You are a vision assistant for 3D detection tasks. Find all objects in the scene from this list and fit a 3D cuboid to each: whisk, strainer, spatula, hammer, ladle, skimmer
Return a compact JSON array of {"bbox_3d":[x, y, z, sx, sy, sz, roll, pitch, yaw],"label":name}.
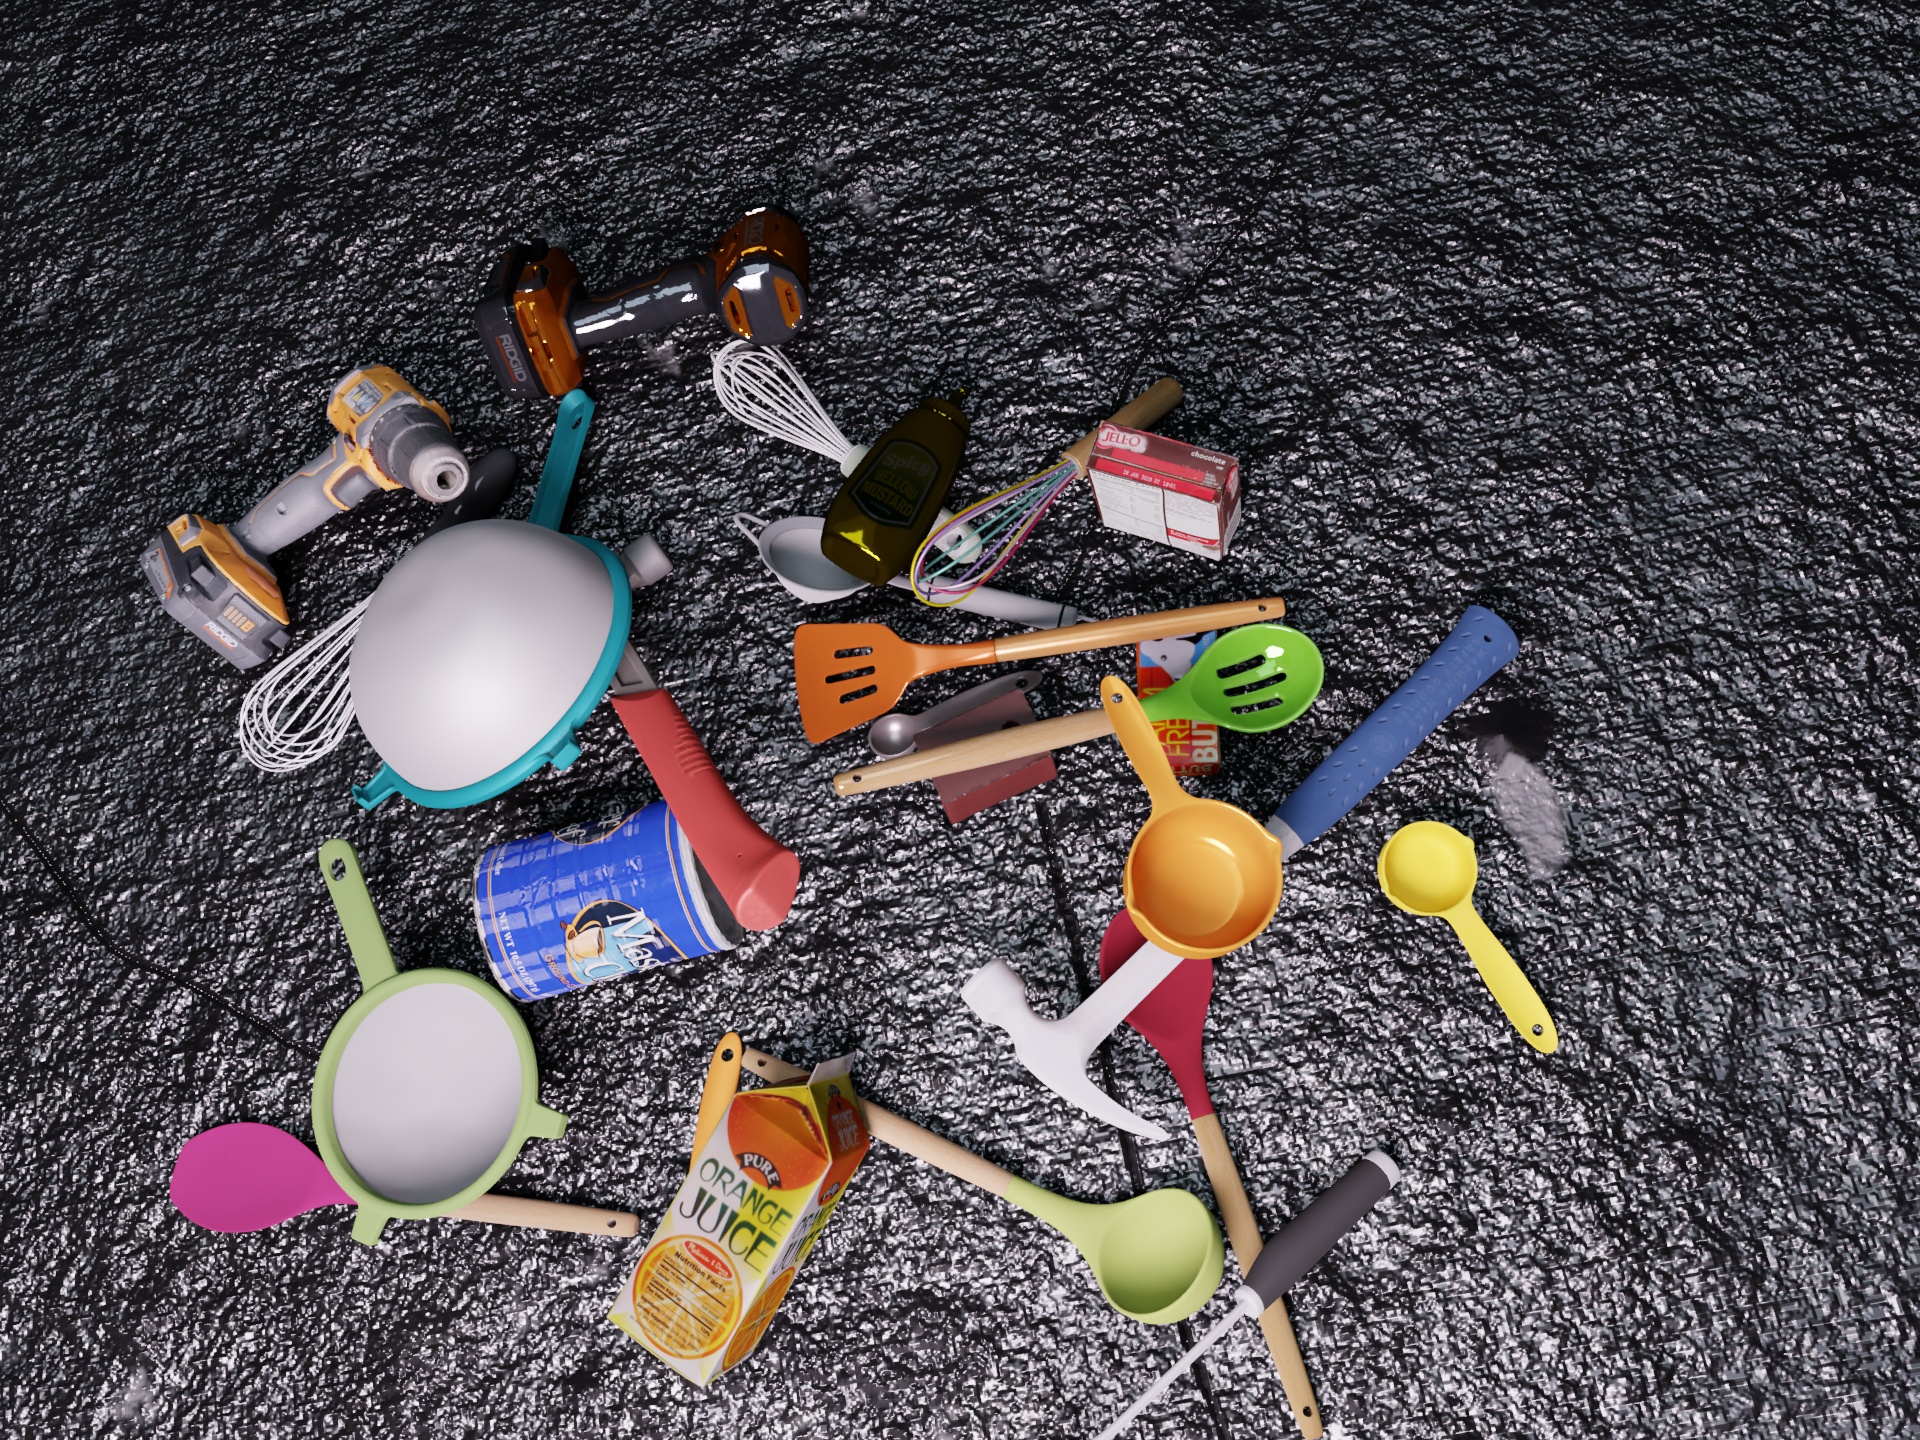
[{"bbox_3d":[-0.081,-0.188,1.110,0.246,0.059,0.057,39,109,13],"label":"whisk"},{"bbox_3d":[0.060,-0.155,1.065,0.245,0.051,0.047,-39,93,-19],"label":"whisk"},{"bbox_3d":[-0.316,-0.111,1.062,0.211,0.095,0.341,-11,55,28],"label":"strainer"},{"bbox_3d":[0.047,-0.048,1.032,0.322,0.041,0.081,-8,82,4],"label":"spatula"},{"bbox_3d":[-0.195,0.011,0.990,0.149,0.036,0.359,-37,44,-3],"label":"hammer"},{"bbox_3d":[-0.031,-0.090,1.074,0.258,0.050,0.087,14,39,7],"label":"strainer"},{"bbox_3d":[0.195,0.079,0.964,0.405,0.035,0.144,-42,78,-12],"label":"hammer"},{"bbox_3d":[0.005,0.263,0.948,0.320,0.062,0.078,22,64,18],"label":"ladle"},{"bbox_3d":[0.132,0.370,0.839,0.363,0.127,0.090,-34,65,-26],"label":"skimmer"},{"bbox_3d":[0.154,0.259,0.940,0.069,0.031,0.316,-17,72,-1],"label":"ladle"},{"bbox_3d":[-0.405,-0.082,1.127,0.070,0.070,0.285,30,74,16],"label":"whisk"},{"bbox_3d":[-0.347,0.191,1.018,0.151,0.069,0.257,-31,69,4],"label":"strainer"}]

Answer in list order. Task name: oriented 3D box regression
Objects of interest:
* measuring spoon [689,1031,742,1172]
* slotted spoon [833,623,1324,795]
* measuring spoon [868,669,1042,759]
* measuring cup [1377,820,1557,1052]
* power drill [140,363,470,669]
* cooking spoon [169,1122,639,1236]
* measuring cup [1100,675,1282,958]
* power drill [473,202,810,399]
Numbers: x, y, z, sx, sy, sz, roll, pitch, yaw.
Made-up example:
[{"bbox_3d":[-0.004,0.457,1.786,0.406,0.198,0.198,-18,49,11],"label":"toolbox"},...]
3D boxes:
[{"bbox_3d":[-0.158,0.253,0.998,0.021,0.011,0.117,9,74,12],"label":"measuring spoon"},{"bbox_3d":[0.074,0.002,0.985,0.313,0.031,0.070,-14,71,-8],"label":"slotted spoon"},{"bbox_3d":[-0.002,-0.003,1.057,0.124,0.018,0.034,-22,53,-5],"label":"measuring spoon"},{"bbox_3d":[0.309,0.132,0.962,0.062,0.029,0.156,-32,82,-3],"label":"measuring cup"},{"bbox_3d":[-0.446,-0.142,1.108,0.226,0.084,0.186,-45,44,-8],"label":"power drill"},{"bbox_3d":[-0.356,0.303,1.011,0.319,0.017,0.069,3,67,11],"label":"cooking spoon"},{"bbox_3d":[0.120,0.057,0.925,0.095,0.052,0.174,-22,72,-7],"label":"measuring cup"},{"bbox_3d":[-0.218,-0.312,1.141,0.226,0.084,0.164,-11,38,5],"label":"power drill"}]
